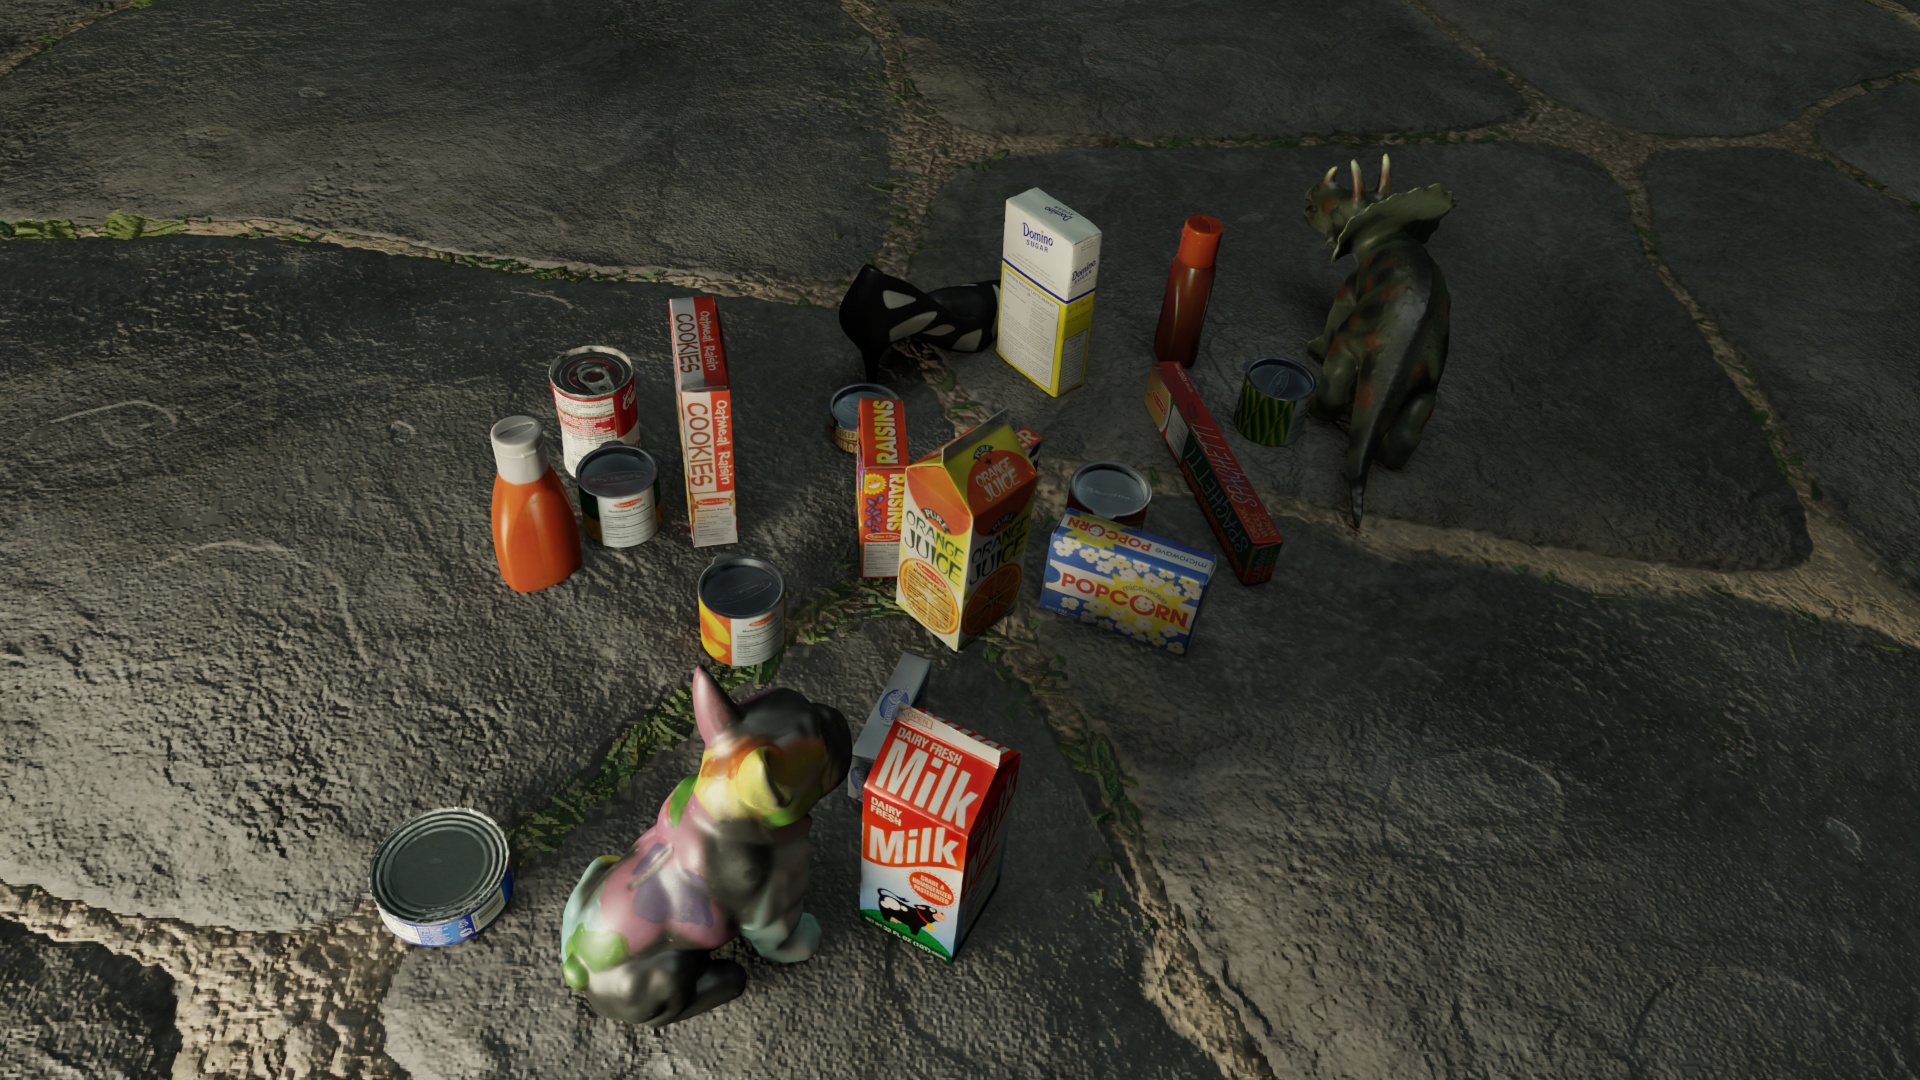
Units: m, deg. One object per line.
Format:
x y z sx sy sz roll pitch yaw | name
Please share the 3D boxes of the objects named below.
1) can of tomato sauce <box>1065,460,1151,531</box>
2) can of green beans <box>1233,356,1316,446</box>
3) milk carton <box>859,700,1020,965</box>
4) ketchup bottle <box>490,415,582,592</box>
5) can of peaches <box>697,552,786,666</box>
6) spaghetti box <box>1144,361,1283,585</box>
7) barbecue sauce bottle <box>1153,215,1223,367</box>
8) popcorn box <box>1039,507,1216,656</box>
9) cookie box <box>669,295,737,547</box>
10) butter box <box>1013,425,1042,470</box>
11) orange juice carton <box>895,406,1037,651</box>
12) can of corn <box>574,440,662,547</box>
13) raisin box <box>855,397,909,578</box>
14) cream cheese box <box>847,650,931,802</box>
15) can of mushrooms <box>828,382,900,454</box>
0.118 -0.012 1.150 0.071 0.082 0.071 3 44 -3 | can of tomato sauce
0.295 -0.131 1.309 0.071 0.057 0.071 3 44 -3 | can of green beans
-0.014 0.175 0.867 0.072 0.189 0.074 23 47 17 | milk carton
-0.330 -0.028 1.067 0.065 0.148 0.043 -28 54 -30 | ketchup bottle
-0.168 0.053 1.068 0.071 0.057 0.071 3 44 -3 | can of peaches
0.221 -0.065 1.239 0.029 0.049 0.251 -7 46 -13 | spaghetti box
0.222 -0.243 1.351 0.044 0.147 0.065 3 44 -4 | barbecue sauce bottle
0.132 0.033 1.103 0.127 0.084 0.038 19 46 12 | popcorn box
-0.210 -0.097 1.138 0.040 0.166 0.123 -6 46 -12 | cookie box
0.025 -0.056 1.204 0.104 0.052 0.024 -29 55 -31 | butter box
0.004 -0.013 1.059 0.073 0.191 0.072 37 52 28 | orange juice carton
-0.281 -0.038 1.148 0.071 0.058 0.071 3 44 -3 | can of corn
-0.065 -0.042 1.130 0.040 0.122 0.086 0 45 -6 | raisin box
-0.050 0.135 1.001 0.024 0.053 0.104 17 45 11 | cream cheese box
-0.088 -0.109 1.260 0.071 0.033 0.071 3 44 -3 | can of mushrooms
